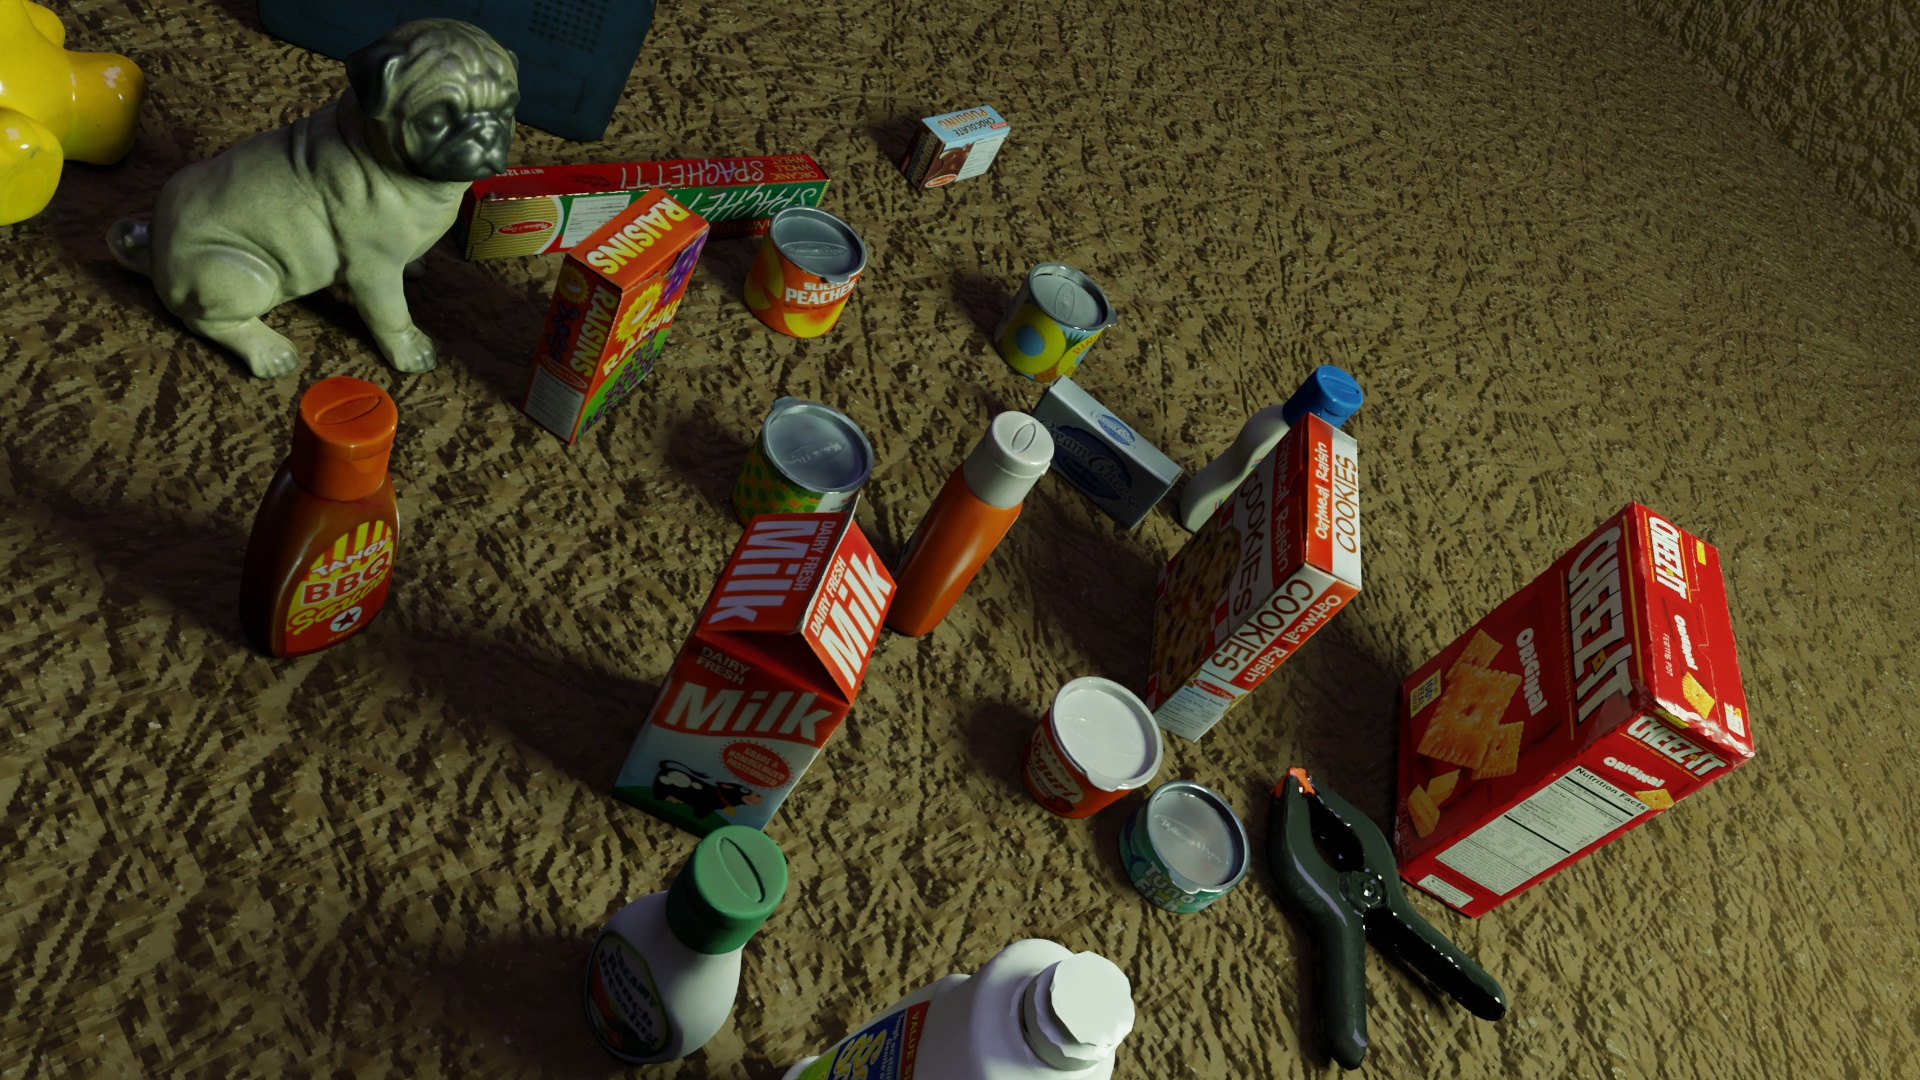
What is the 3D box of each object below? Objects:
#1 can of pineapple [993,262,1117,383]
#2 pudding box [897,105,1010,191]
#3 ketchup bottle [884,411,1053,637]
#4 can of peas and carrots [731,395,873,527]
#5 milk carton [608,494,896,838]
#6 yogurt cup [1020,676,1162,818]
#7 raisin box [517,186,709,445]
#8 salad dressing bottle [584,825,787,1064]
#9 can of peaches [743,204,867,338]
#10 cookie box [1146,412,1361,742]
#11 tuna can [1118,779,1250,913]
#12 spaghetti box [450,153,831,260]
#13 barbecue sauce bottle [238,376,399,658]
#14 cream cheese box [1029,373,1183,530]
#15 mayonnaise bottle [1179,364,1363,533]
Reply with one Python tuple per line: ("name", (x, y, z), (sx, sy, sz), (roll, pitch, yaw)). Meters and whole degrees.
("can of pineapple", (0.066, -0.153, 0.985), (0.071, 0.057, 0.071), (17, 47, -18))
("pudding box", (-0.004, -0.305, 1.079), (0.030, 0.049, 0.084), (48, 45, 13))
("ketchup bottle", (0.003, -0.010, 0.760), (0.043, 0.148, 0.065), (33, 44, -2))
("can of peas and carrots", (-0.092, -0.038, 0.792), (0.071, 0.058, 0.071), (17, 47, -18))
("milk carton", (-0.089, 0.059, 0.618), (0.073, 0.189, 0.073), (27, 45, -9))
("yogurt cup", (0.069, 0.116, 0.761), (0.072, 0.053, 0.073), (17, 47, -18))
("raisin box", (-0.190, -0.122, 0.759), (0.040, 0.122, 0.086), (35, 44, -1))
("salad dressing bottle", (-0.109, 0.160, 0.550), (0.044, 0.147, 0.064), (-21, 66, -41))
("can of peaches", (-0.101, -0.172, 0.902), (0.071, 0.057, 0.071), (17, 47, -18))
("cookie box", (0.169, 0.023, 0.819), (0.040, 0.166, 0.123), (25, 45, -11))
("tuna can", (0.122, 0.170, 0.762), (0.071, 0.032, 0.071), (16, 47, -18))
("spaghetti box", (-0.197, -0.215, 0.887), (0.251, 0.050, 0.029), (-16, 63, -39))
("barbecue sauce bottle", (-0.271, -0.009, 0.597), (0.044, 0.147, 0.065), (46, 45, 11))
("cream cheese box", (0.091, -0.058, 0.922), (0.104, 0.053, 0.024), (39, 44, 4))
("mayonnaise bottle", (0.207, -0.054, 0.921), (0.065, 0.147, 0.041), (17, 47, -18))
